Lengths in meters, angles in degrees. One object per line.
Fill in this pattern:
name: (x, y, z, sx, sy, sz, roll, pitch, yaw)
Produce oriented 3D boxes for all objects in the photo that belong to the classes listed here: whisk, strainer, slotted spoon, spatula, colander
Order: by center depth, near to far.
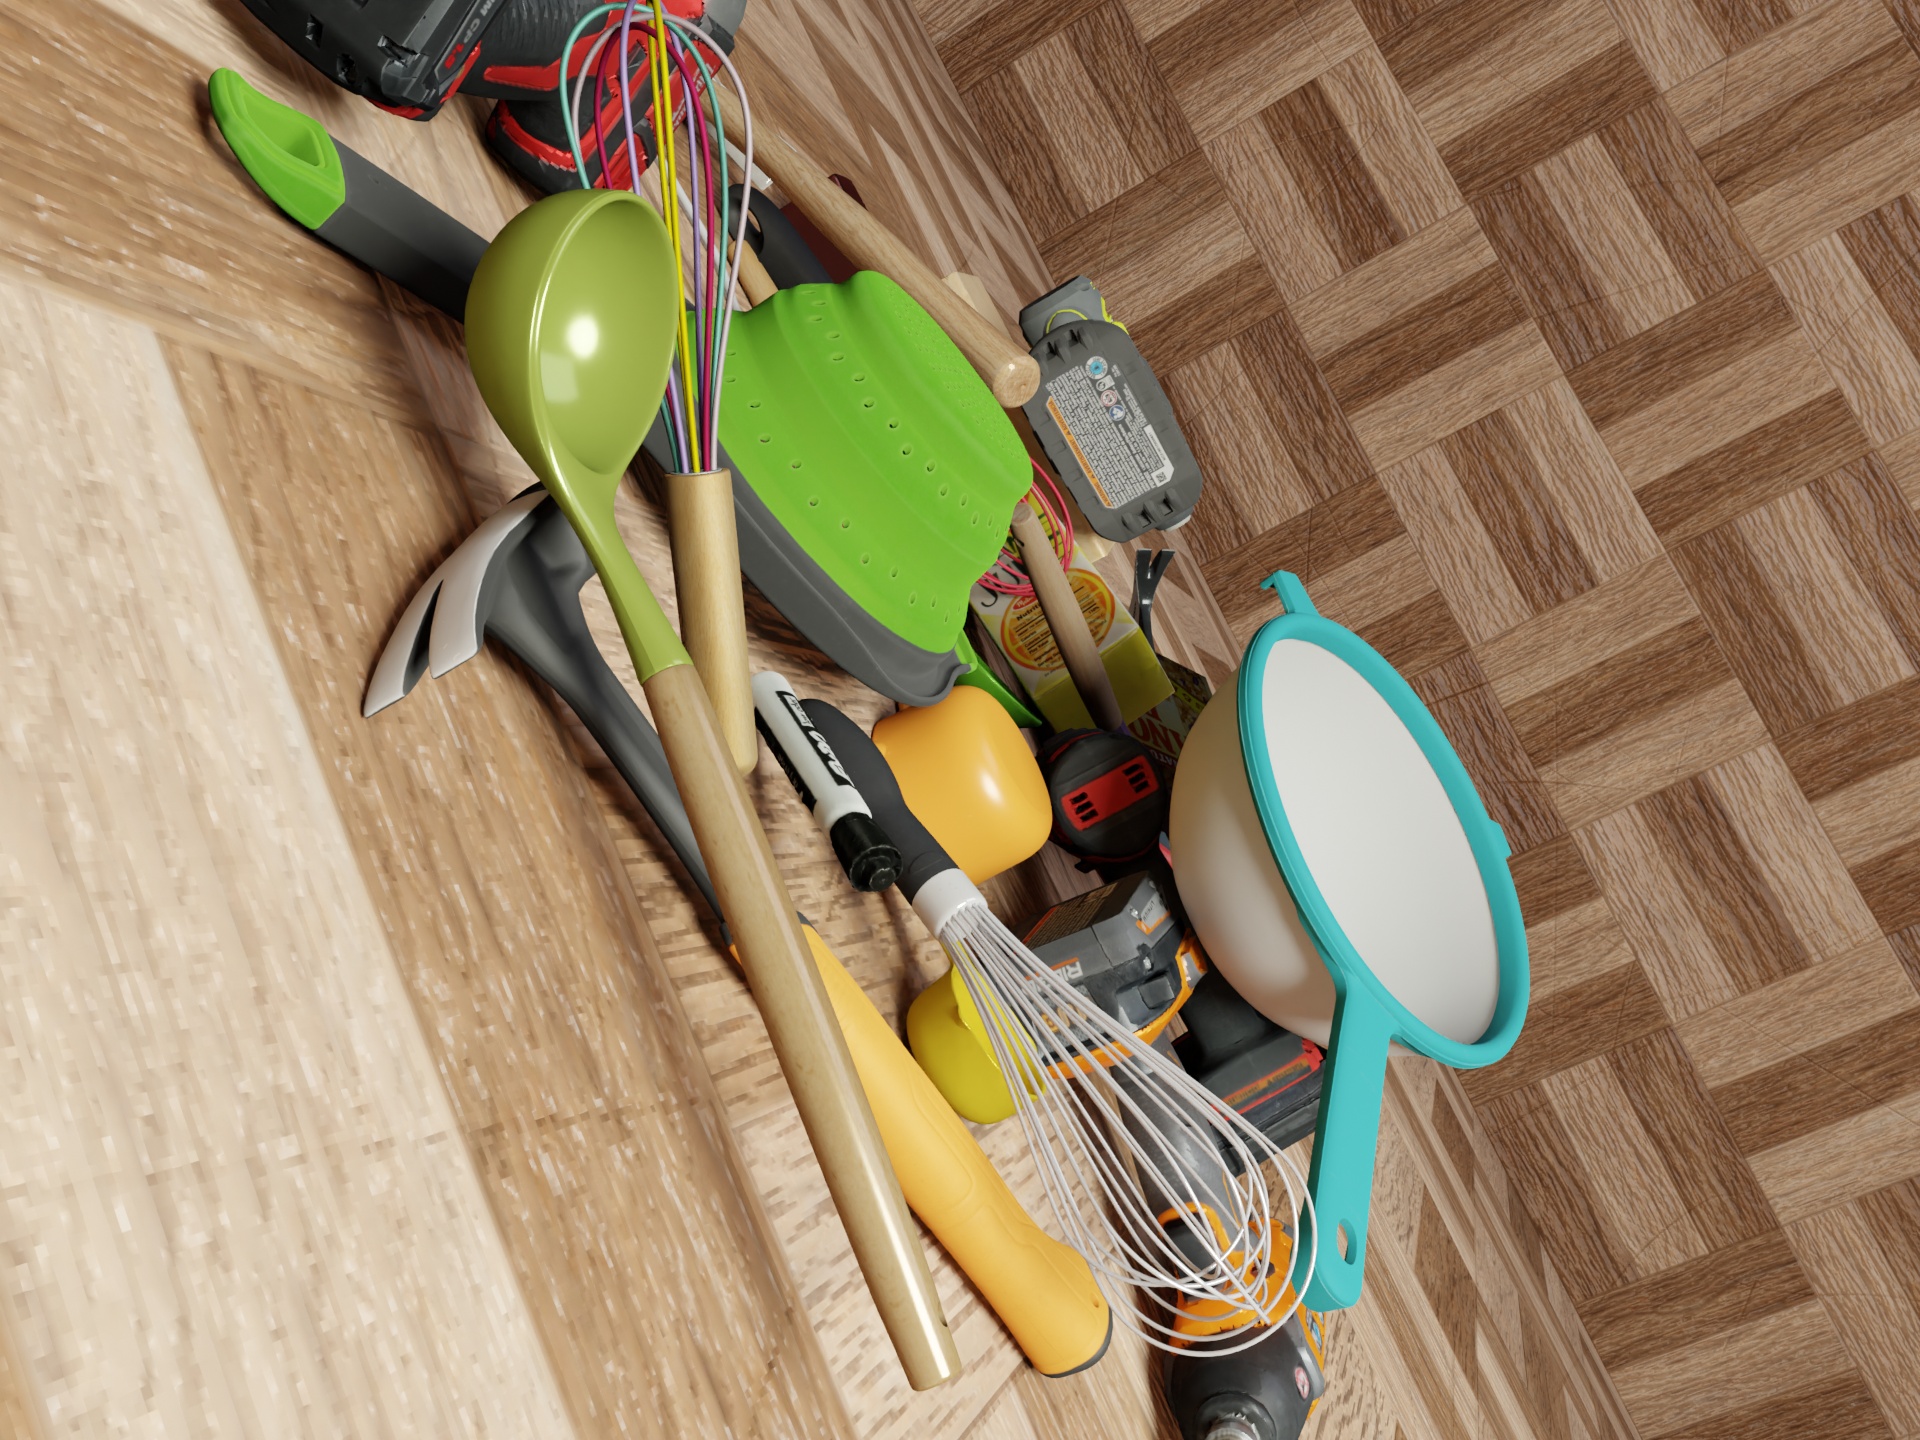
whisk: (-0.085, -0.098, 0.493, 0.051, 0.047, 0.245, -16, 110, -39)
whisk: (0.015, 0.085, 0.539, 0.285, 0.070, 0.070, 50, 6, 33)
colander: (-0.077, -0.135, 0.584, 0.396, 0.094, 0.205, 28, 30, -56)
strainer: (0.141, 0.102, 0.667, 0.211, 0.095, 0.341, 47, 38, -18)
spatula: (0.070, -0.014, 0.828, 0.060, 0.018, 0.315, 26, -18, 30)
slotted spoon: (-0.046, -0.126, 0.876, 0.314, 0.031, 0.070, 60, 4, 0)
whisk: (-0.040, -0.187, 0.896, 0.296, 0.073, 0.073, 51, 14, 3)

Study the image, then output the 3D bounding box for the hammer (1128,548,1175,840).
hammer: (0.158, 0.031, 1.189, 0.409, 0.036, 0.149, -93, -175, -49)

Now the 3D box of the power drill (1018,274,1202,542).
power drill: (0.105, -0.196, 1.066, 0.190, 0.080, 0.229, 59, 13, -14)

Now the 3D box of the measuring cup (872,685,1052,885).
measuring cup: (-0.001, -0.002, 0.750, 0.095, 0.052, 0.174, 49, 22, -42)

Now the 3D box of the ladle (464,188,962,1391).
ladle: (-0.055, 0.007, 0.408, 0.078, 0.062, 0.320, 33, 33, -76)

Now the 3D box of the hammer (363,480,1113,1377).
hammer: (-0.045, 0.086, 0.480, 0.336, 0.034, 0.127, 57, 15, -21)

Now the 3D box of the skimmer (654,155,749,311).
skimmer: (-0.120, -0.284, 0.783, 0.363, 0.090, 0.127, 59, -14, -5)

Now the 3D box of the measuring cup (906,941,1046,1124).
measuring cup: (-0.019, 0.086, 0.610, 0.157, 0.029, 0.062, 57, 12, 32)

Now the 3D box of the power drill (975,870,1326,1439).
power drill: (0.086, 0.189, 0.660, 0.226, 0.084, 0.164, 66, 15, 0)

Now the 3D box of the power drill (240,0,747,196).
power drill: (-0.138, -0.257, 0.543, 0.078, 0.143, 0.219, 41, 12, 2)

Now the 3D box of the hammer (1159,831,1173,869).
hammer: (0.110, -0.011, 1.184, 0.143, 0.038, 0.387, 51, 18, -42)

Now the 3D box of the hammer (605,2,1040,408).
hammer: (-0.070, -0.273, 0.851, 0.332, 0.031, 0.130, 48, 8, 25)

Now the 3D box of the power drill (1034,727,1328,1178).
power drill: (0.102, 0.107, 0.831, 0.227, 0.080, 0.188, 61, -5, 0)

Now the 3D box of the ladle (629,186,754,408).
ladle: (-0.171, -0.264, 0.701, 0.315, 0.031, 0.069, 60, 13, -14)
